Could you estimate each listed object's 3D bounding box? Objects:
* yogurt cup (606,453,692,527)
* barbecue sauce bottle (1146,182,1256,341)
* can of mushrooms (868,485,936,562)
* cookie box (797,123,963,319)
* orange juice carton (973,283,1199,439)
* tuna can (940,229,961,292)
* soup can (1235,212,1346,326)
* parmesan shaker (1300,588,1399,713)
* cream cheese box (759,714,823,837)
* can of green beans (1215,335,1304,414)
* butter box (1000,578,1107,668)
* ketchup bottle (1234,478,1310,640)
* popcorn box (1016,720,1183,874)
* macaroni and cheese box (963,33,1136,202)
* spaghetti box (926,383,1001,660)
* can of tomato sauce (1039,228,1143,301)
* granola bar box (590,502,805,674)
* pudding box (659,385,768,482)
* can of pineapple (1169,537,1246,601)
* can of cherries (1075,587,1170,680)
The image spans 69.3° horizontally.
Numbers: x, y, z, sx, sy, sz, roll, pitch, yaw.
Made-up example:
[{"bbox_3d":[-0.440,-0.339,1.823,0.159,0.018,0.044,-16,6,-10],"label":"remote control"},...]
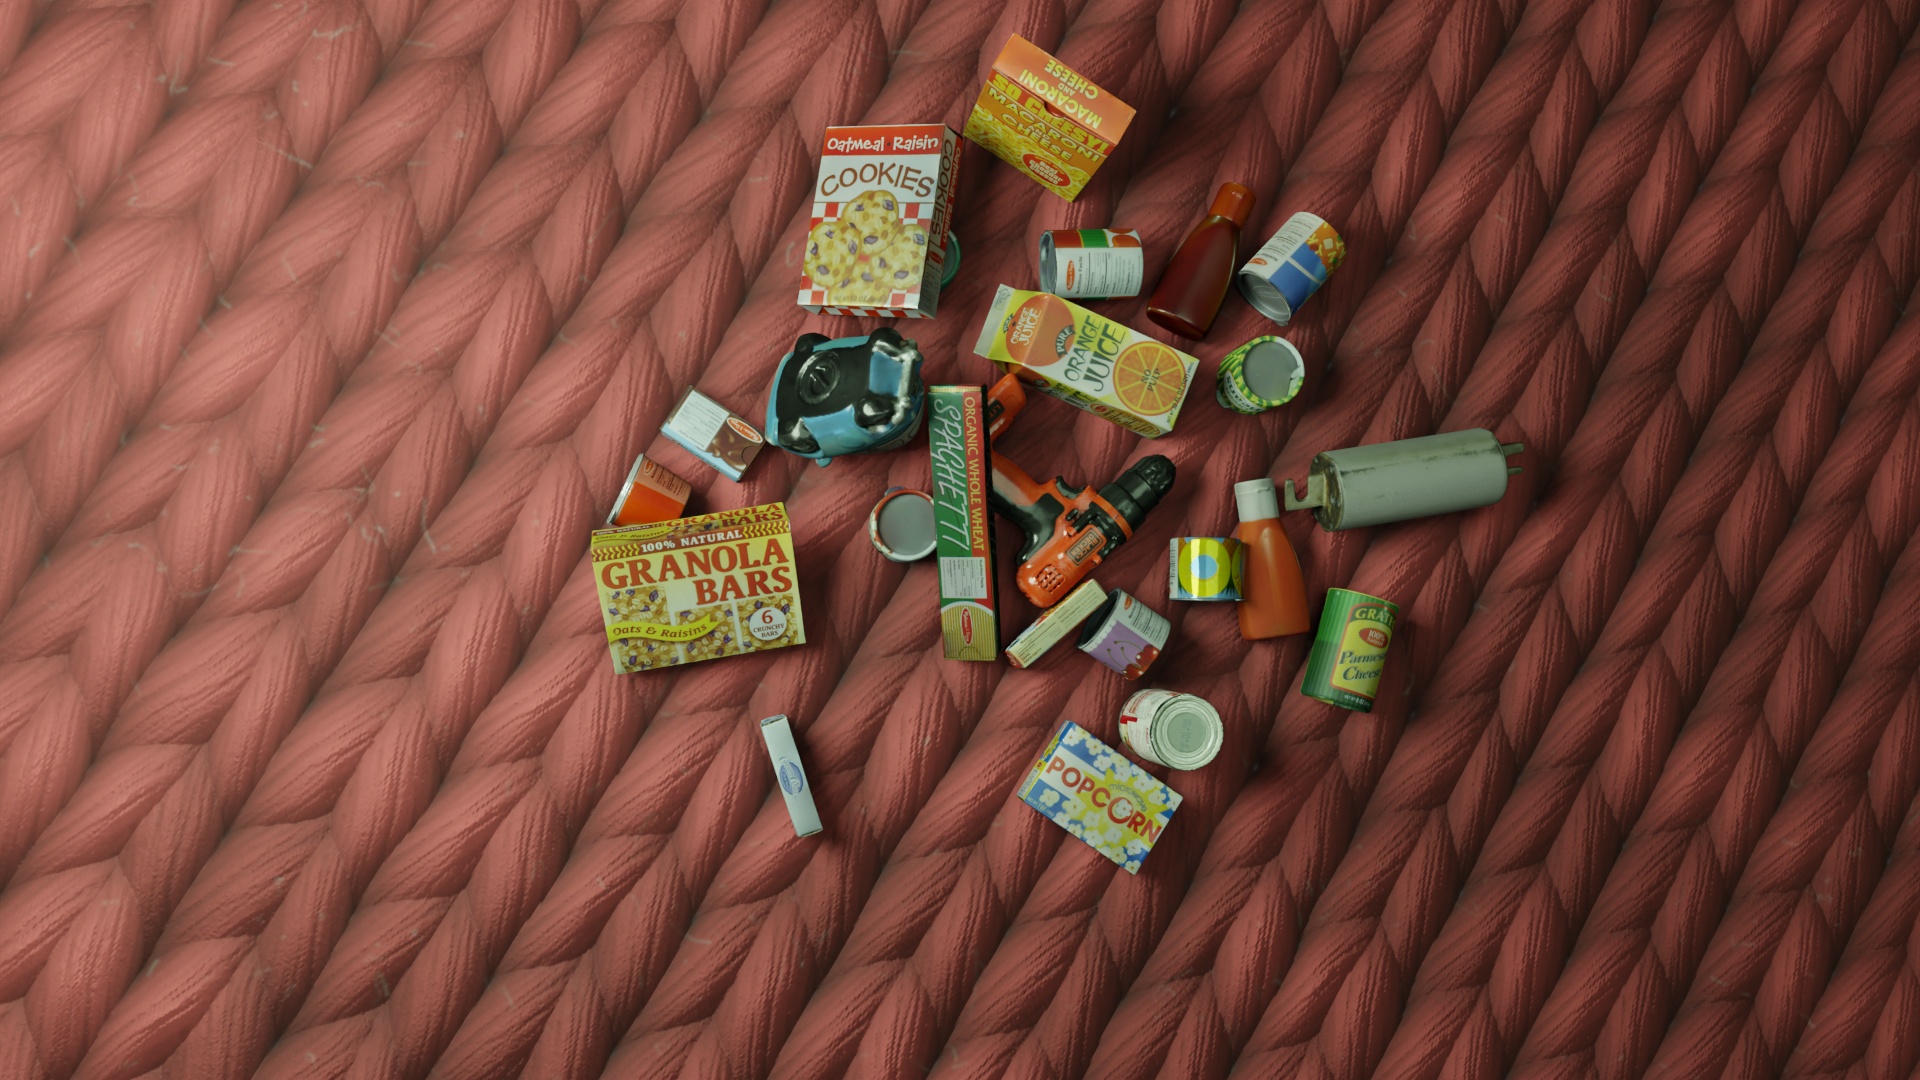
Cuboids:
[{"bbox_3d":[-0.269,-0.035,1.208,0.054,0.072,0.072,25,83,-15],"label":"yogurt cup"},{"bbox_3d":[0.233,-0.266,1.309,0.065,0.043,0.148,26,82,6],"label":"barbecue sauce bottle"},{"bbox_3d":[-0.050,-0.016,1.255,0.071,0.033,0.071,0,87,-8],"label":"can of mushrooms"},{"bbox_3d":[-0.071,-0.284,1.238,0.123,0.040,0.167,6,85,25],"label":"cookie box"},{"bbox_3d":[0.112,-0.165,1.270,0.193,0.073,0.072,23,84,-6],"label":"orange juice carton"},{"bbox_3d":[-0.034,-0.256,1.273,0.071,0.033,0.071,1,86,-9],"label":"tuna can"},{"bbox_3d":[0.314,-0.256,1.312,0.071,0.071,0.084,45,81,-4],"label":"soup can"},{"bbox_3d":[0.365,0.104,1.296,0.071,0.071,0.103,17,84,-7],"label":"parmesan shaker"},{"bbox_3d":[-0.149,0.205,1.216,0.024,0.053,0.103,-18,89,-11],"label":"cream cheese box"},{"bbox_3d":[0.281,-0.154,1.303,0.071,0.058,0.071,0,87,-9],"label":"can of green beans"},{"bbox_3d":[0.085,0.076,1.260,0.104,0.053,0.024,-40,91,-10],"label":"butter box"},{"bbox_3d":[0.286,0.017,1.300,0.065,0.043,0.149,-7,87,-10],"label":"ketchup bottle"},{"bbox_3d":[0.126,0.233,1.264,0.126,0.038,0.085,35,82,-5],"label":"popcorn box"},{"bbox_3d":[0.075,-0.368,1.229,0.124,0.166,0.040,31,84,-6],"label":"macaroni and cheese box"},{"bbox_3d":[0.004,-0.015,1.221,0.050,0.029,0.249,0,106,12],"label":"spaghetti box"},{"bbox_3d":[0.119,-0.255,1.282,0.083,0.071,0.071,-4,87,-9],"label":"can of tomato sauce"},{"bbox_3d":[-0.224,0.041,1.197,0.166,0.039,0.123,-9,116,-9],"label":"granola bar box"},{"bbox_3d":[-0.219,-0.094,1.236,0.084,0.030,0.050,33,81,-6],"label":"pudding box"},{"bbox_3d":[0.228,0.027,1.278,0.071,0.071,0.058,1,86,-9],"label":"can of pineapple"},{"bbox_3d":[0.148,0.087,1.265,0.058,0.071,0.071,33,82,-6],"label":"can of cherries"}]
